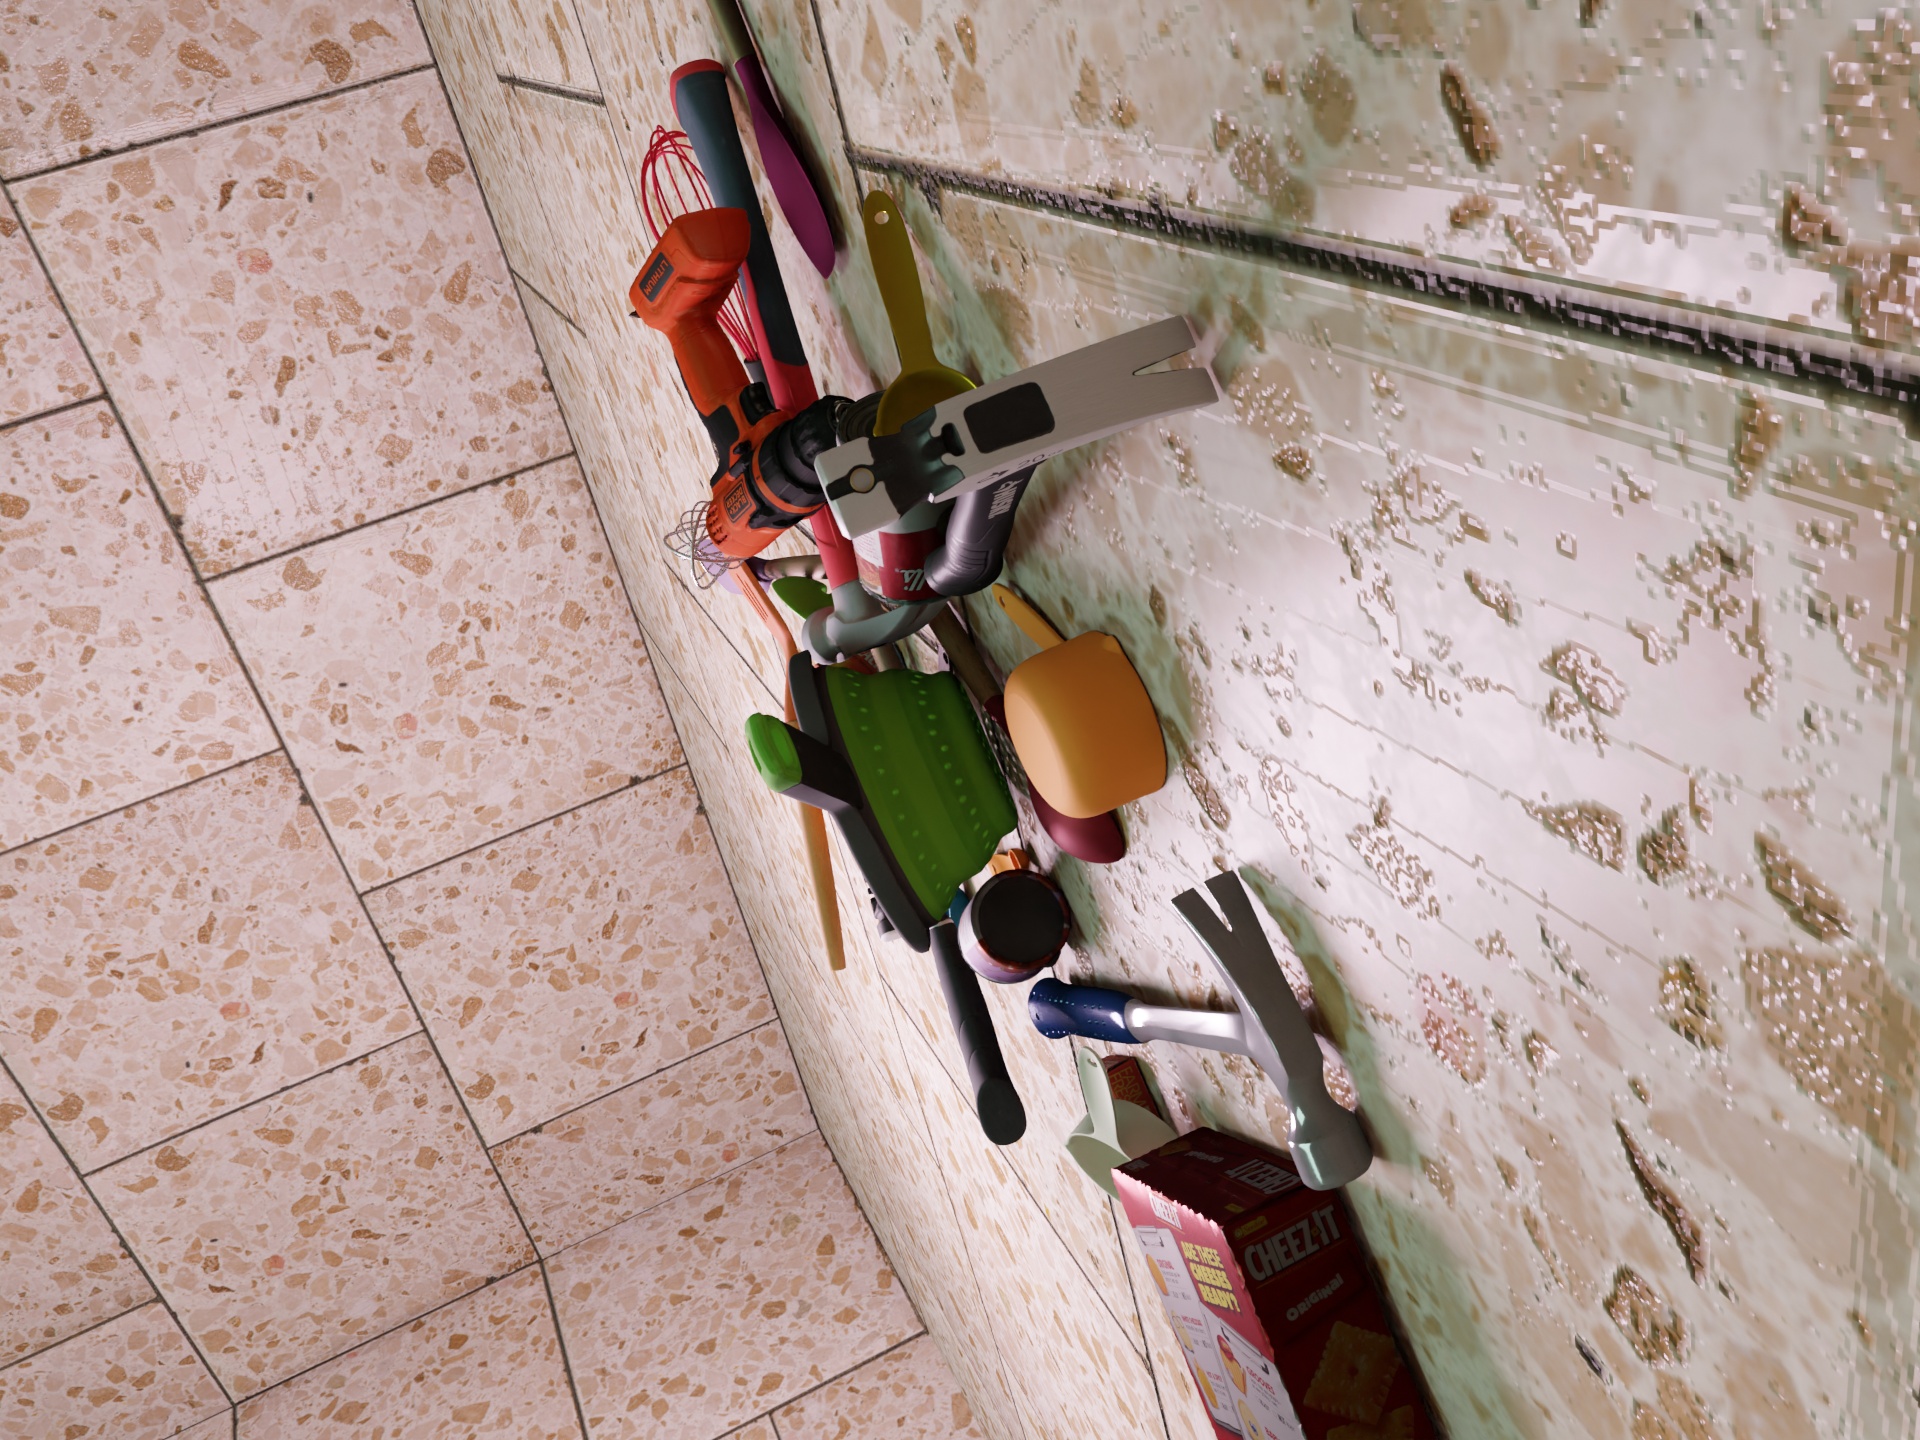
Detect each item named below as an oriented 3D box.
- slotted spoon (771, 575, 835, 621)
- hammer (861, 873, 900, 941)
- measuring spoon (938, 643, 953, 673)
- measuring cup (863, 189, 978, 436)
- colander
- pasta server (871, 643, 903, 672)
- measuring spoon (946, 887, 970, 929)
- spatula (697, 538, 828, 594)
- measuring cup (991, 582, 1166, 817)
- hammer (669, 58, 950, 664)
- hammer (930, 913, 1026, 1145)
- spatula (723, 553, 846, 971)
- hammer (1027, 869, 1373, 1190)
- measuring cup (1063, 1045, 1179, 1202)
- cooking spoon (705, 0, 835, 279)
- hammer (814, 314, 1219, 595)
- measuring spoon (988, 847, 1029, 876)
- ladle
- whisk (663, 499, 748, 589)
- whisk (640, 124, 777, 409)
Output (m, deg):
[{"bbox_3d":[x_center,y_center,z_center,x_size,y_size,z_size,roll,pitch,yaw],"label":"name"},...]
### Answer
[{"bbox_3d":[-0.103,-0.071,1.216,0.070,0.031,0.314,37,176,0],"label":"slotted spoon"},{"bbox_3d":[-0.081,0.085,1.271,0.336,0.034,0.127,84,166,-71],"label":"hammer"},{"bbox_3d":[-0.002,-0.003,1.079,0.034,0.018,0.124,-130,29,-50],"label":"measuring spoon"},{"bbox_3d":[-0.025,-0.196,0.817,0.029,0.062,0.156,94,163,-80],"label":"measuring cup"},{"bbox_3d":[-0.035,0.024,0.920,0.397,0.094,0.204,48,-161,-79],"label":"colander"},{"bbox_3d":[-0.051,-0.058,1.147,0.316,0.040,0.060,68,166,-19],"label":"pasta server"},{"bbox_3d":[-0.002,0.117,1.254,0.042,0.021,0.128,-108,15,-50],"label":"measuring spoon"},{"bbox_3d":[-0.127,-0.112,1.156,0.059,0.018,0.316,50,160,-24],"label":"spatula"},{"bbox_3d":[0.039,-0.018,0.820,0.174,0.052,0.095,50,157,45],"label":"measuring cup"},{"bbox_3d":[-0.104,-0.232,0.999,0.143,0.038,0.386,-16,90,57],"label":"hammer"},{"bbox_3d":[-0.019,0.142,1.156,0.409,0.036,0.149,-112,7,-53],"label":"hammer"},{"bbox_3d":[-0.127,0.026,1.173,0.081,0.041,0.323,151,109,-78],"label":"spatula"},{"bbox_3d":[0.103,0.164,0.897,0.144,0.035,0.405,67,166,2],"label":"hammer"},{"bbox_3d":[0.096,0.231,0.936,0.083,0.038,0.167,22,144,35],"label":"measuring cup"},{"bbox_3d":[-0.136,-0.412,0.935,0.319,0.017,0.069,67,165,-1],"label":"cooking spoon"},{"bbox_3d":[0.016,-0.096,0.709,0.335,0.146,0.035,120,127,-86],"label":"hammer"},{"bbox_3d":[0.034,0.100,1.111,0.117,0.011,0.021,134,113,-78],"label":"measuring spoon"},{"bbox_3d":[0.011,-0.029,0.967,0.069,0.031,0.316,82,162,-50],"label":"ladle"},{"bbox_3d":[-0.150,-0.144,1.137,0.246,0.058,0.059,-58,-27,-69],"label":"whisk"},{"bbox_3d":[-0.150,-0.275,1.123,0.073,0.073,0.295,44,159,57],"label":"whisk"}]
